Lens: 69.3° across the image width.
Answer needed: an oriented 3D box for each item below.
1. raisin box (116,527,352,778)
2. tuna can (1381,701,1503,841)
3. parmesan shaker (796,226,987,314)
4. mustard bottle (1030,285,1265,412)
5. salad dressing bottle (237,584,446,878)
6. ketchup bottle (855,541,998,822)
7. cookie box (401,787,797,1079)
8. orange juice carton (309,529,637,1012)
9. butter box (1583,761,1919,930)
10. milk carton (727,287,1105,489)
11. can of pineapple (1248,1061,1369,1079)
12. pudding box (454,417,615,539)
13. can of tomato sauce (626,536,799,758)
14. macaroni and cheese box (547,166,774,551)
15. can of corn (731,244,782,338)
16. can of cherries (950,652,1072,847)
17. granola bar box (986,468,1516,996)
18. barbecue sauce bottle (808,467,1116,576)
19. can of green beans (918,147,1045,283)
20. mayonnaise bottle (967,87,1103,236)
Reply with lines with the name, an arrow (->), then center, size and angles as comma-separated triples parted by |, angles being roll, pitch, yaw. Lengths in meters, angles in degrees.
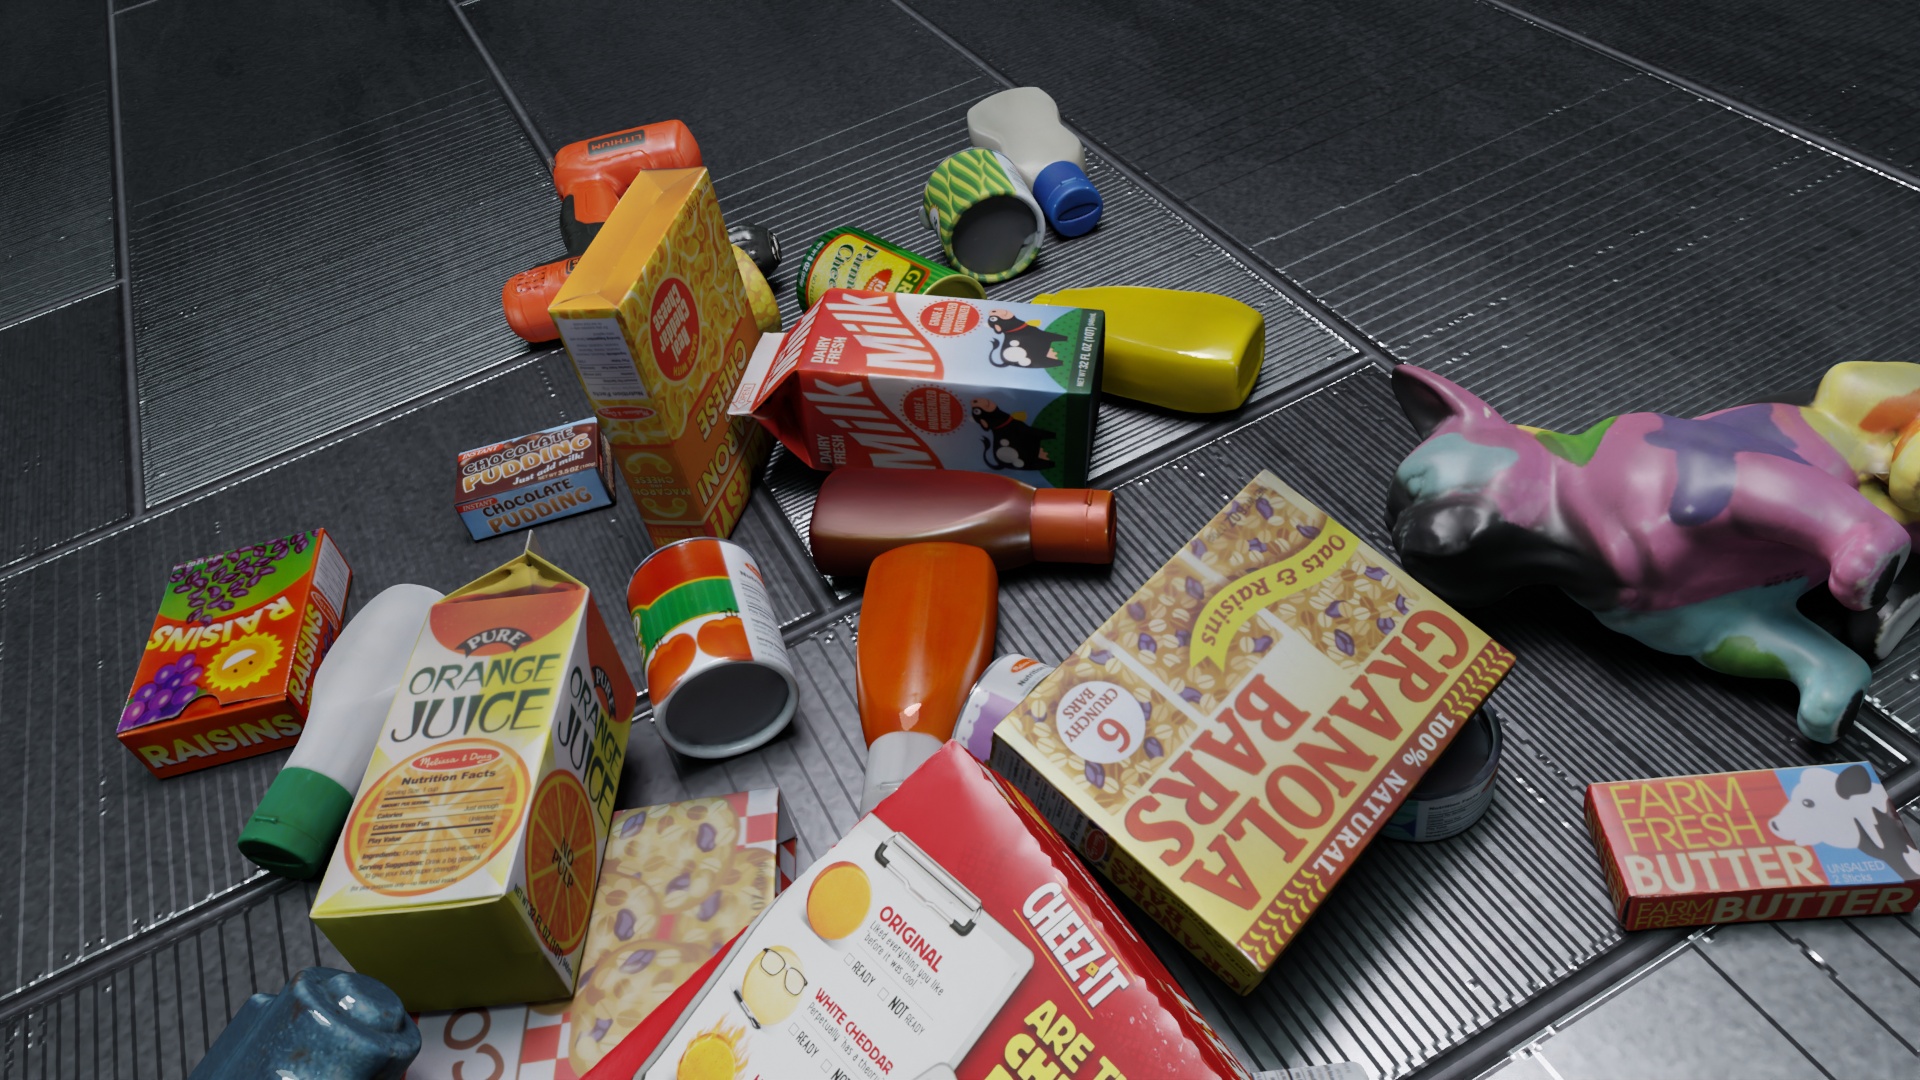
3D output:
raisin box -> -0.373, 0.056, 0.723 | 0.086, 0.039, 0.124 | -13, 44, -1
tuna can -> 0.182, 0.085, 0.565 | 0.071, 0.032, 0.071 | -7, 44, 7
parmesan shaker -> -0.043, -0.139, 0.828 | 0.071, 0.071, 0.103 | -39, 49, -24
mustard bottle -> 0.088, -0.113, 0.780 | 0.160, 0.048, 0.065 | 15, 50, 27
salad dressing bottle -> -0.290, 0.089, 0.667 | 0.064, 0.043, 0.148 | 4, 47, 15
ketchup bottle -> -0.019, 0.066, 0.624 | 0.065, 0.043, 0.149 | -5, 44, 12
cookie box -> -0.151, 0.171, 0.552 | 0.167, 0.040, 0.123 | -9, 43, 3
orange juice carton -> -0.185, 0.085, 0.567 | 0.073, 0.071, 0.194 | -6, 43, 5
butter box -> 0.292, 0.113, 0.516 | 0.103, 0.024, 0.053 | -6, 43, 7
milk carton -> -0.023, -0.081, 0.738 | 0.191, 0.073, 0.073 | 7, 46, 8
can of pineapple -> 0.105, 0.204, 0.438 | 0.058, 0.070, 0.071 | -9, 44, 4
pudding box -> -0.242, -0.036, 0.793 | 0.084, 0.030, 0.050 | -15, 43, -2
can of tomato sauce -> -0.118, 0.051, 0.649 | 0.071, 0.070, 0.083 | -20, 44, -7
macaroni and cheese box -> -0.145, -0.090, 0.727 | 0.040, 0.165, 0.124 | 2, 46, 15
can of corn -> -0.150, -0.140, 0.851 | 0.058, 0.070, 0.071 | -33, 47, -20
can of cherries -> 0.036, 0.089, 0.576 | 0.058, 0.071, 0.072 | 19, 52, 28
granola bar box -> 0.110, 0.066, 0.524 | 0.124, 0.038, 0.166 | 40, 63, 19
barbecue sauce bottle -> 0.002, -0.009, 0.697 | 0.148, 0.043, 0.065 | 1, 38, 14
can of green beans -> 0.015, -0.205, 0.880 | 0.071, 0.071, 0.058 | -17, 44, -4
mayonnaise bottle -> 0.054, -0.258, 0.943 | 0.065, 0.041, 0.149 | -20, 45, -5
